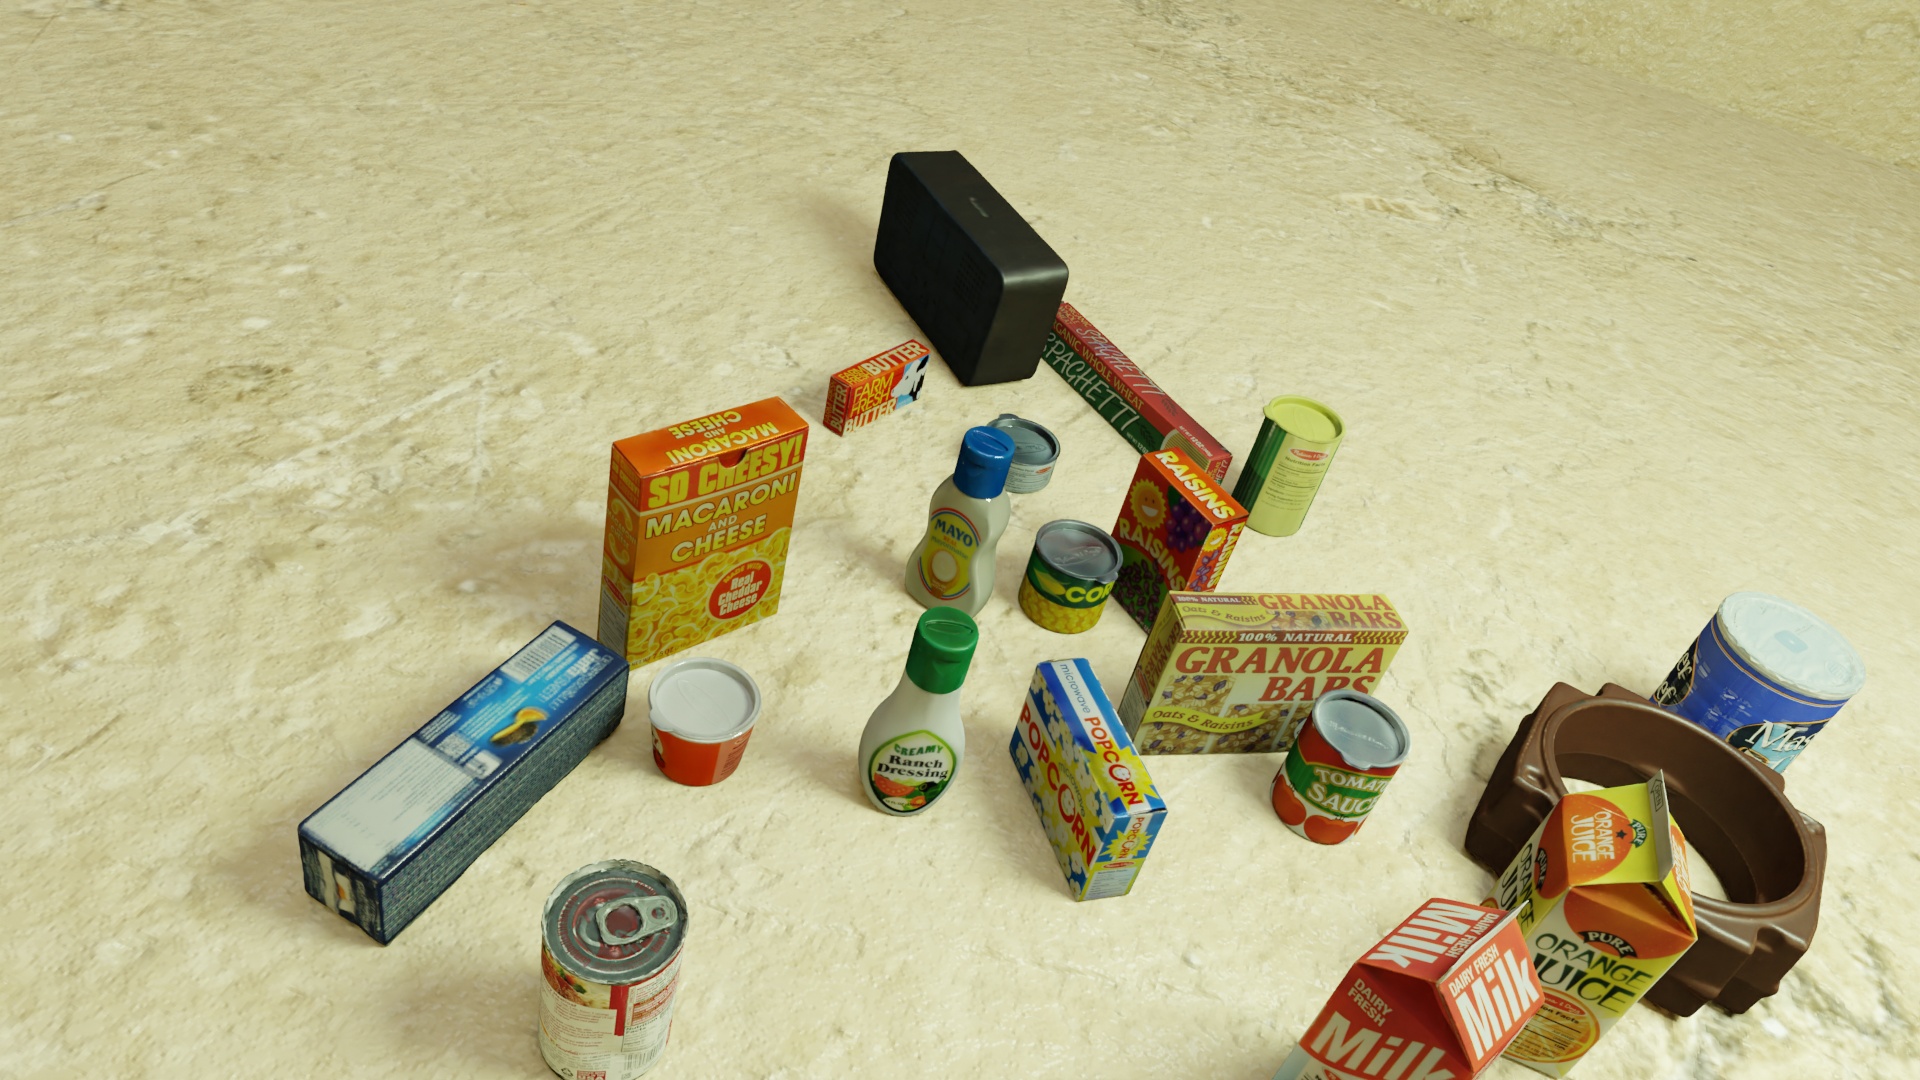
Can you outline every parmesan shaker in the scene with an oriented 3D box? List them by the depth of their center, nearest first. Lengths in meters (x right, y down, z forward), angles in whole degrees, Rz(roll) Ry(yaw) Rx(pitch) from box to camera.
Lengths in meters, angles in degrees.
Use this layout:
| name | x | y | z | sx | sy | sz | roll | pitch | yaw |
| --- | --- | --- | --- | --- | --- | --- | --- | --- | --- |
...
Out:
| name | x | y | z | sx | sy | sz | roll | pitch | yaw |
| --- | --- | --- | --- | --- | --- | --- | --- | --- | --- |
| parmesan shaker | 0.271 | -0.063 | 1.169 | 0.071 | 0.102 | 0.072 | 10 | 39 | -8 |

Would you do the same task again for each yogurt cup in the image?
| name | x | y | z | sx | sy | sz | roll | pitch | yaw |
| --- | --- | --- | --- | --- | --- | --- | --- | --- | --- |
| yogurt cup | -0.159 | 0.113 | 0.851 | 0.072 | 0.053 | 0.073 | 10 | 39 | -8 |

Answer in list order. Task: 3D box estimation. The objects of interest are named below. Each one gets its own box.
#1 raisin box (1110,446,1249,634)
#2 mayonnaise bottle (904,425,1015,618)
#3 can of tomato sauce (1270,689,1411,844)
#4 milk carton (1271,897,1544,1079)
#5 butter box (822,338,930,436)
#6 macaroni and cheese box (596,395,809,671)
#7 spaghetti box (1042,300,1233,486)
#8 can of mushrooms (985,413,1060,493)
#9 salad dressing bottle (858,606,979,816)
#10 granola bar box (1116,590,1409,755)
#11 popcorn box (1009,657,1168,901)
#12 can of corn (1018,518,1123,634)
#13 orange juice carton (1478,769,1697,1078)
| name | x | y | z | sx | sy | sz | roll | pitch | yaw |
| --- | --- | --- | --- | --- | --- | --- | --- | --- | --- |
| raisin box | 0.156 | 0.004 | 1.033 | 0.040 | 0.122 | 0.086 | -14 | 47 | -32 |
| mayonnaise bottle | 0.004 | -0.012 | 0.981 | 0.065 | 0.147 | 0.041 | 29 | 41 | 16 |
| can of tomato sauce | 0.250 | 0.152 | 0.920 | 0.071 | 0.082 | 0.071 | 10 | 39 | -8 |
| milk carton | 0.226 | 0.253 | 0.706 | 0.072 | 0.189 | 0.073 | -22 | 52 | -37 |
| butter box | -0.070 | -0.129 | 1.172 | 0.024 | 0.052 | 0.104 | 36 | 43 | 23 |
| macaroni and cheese box | -0.167 | -0.003 | 0.898 | 0.124 | 0.165 | 0.040 | -22 | 52 | -37 |
| spaghetti box | 0.149 | -0.129 | 1.248 | 0.029 | 0.049 | 0.251 | -14 | 48 | -32 |
| can of mushrooms | 0.047 | -0.073 | 1.159 | 0.071 | 0.033 | 0.071 | 10 | 39 | -8 |
| salad dressing bottle | -0.023 | 0.104 | 0.834 | 0.064 | 0.146 | 0.044 | 8 | 39 | -10 |
| granola bar box | 0.202 | 0.091 | 0.945 | 0.166 | 0.123 | 0.039 | 2 | 41 | -17 |
| popcorn box | 0.076 | 0.147 | 0.866 | 0.038 | 0.084 | 0.127 | -3 | 43 | -23 |
| can of corn | 0.082 | 0.029 | 1.031 | 0.071 | 0.058 | 0.071 | 10 | 39 | -8 |
| orange juice carton | 0.353 | 0.216 | 0.792 | 0.073 | 0.191 | 0.072 | 21 | 39 | 6 |
